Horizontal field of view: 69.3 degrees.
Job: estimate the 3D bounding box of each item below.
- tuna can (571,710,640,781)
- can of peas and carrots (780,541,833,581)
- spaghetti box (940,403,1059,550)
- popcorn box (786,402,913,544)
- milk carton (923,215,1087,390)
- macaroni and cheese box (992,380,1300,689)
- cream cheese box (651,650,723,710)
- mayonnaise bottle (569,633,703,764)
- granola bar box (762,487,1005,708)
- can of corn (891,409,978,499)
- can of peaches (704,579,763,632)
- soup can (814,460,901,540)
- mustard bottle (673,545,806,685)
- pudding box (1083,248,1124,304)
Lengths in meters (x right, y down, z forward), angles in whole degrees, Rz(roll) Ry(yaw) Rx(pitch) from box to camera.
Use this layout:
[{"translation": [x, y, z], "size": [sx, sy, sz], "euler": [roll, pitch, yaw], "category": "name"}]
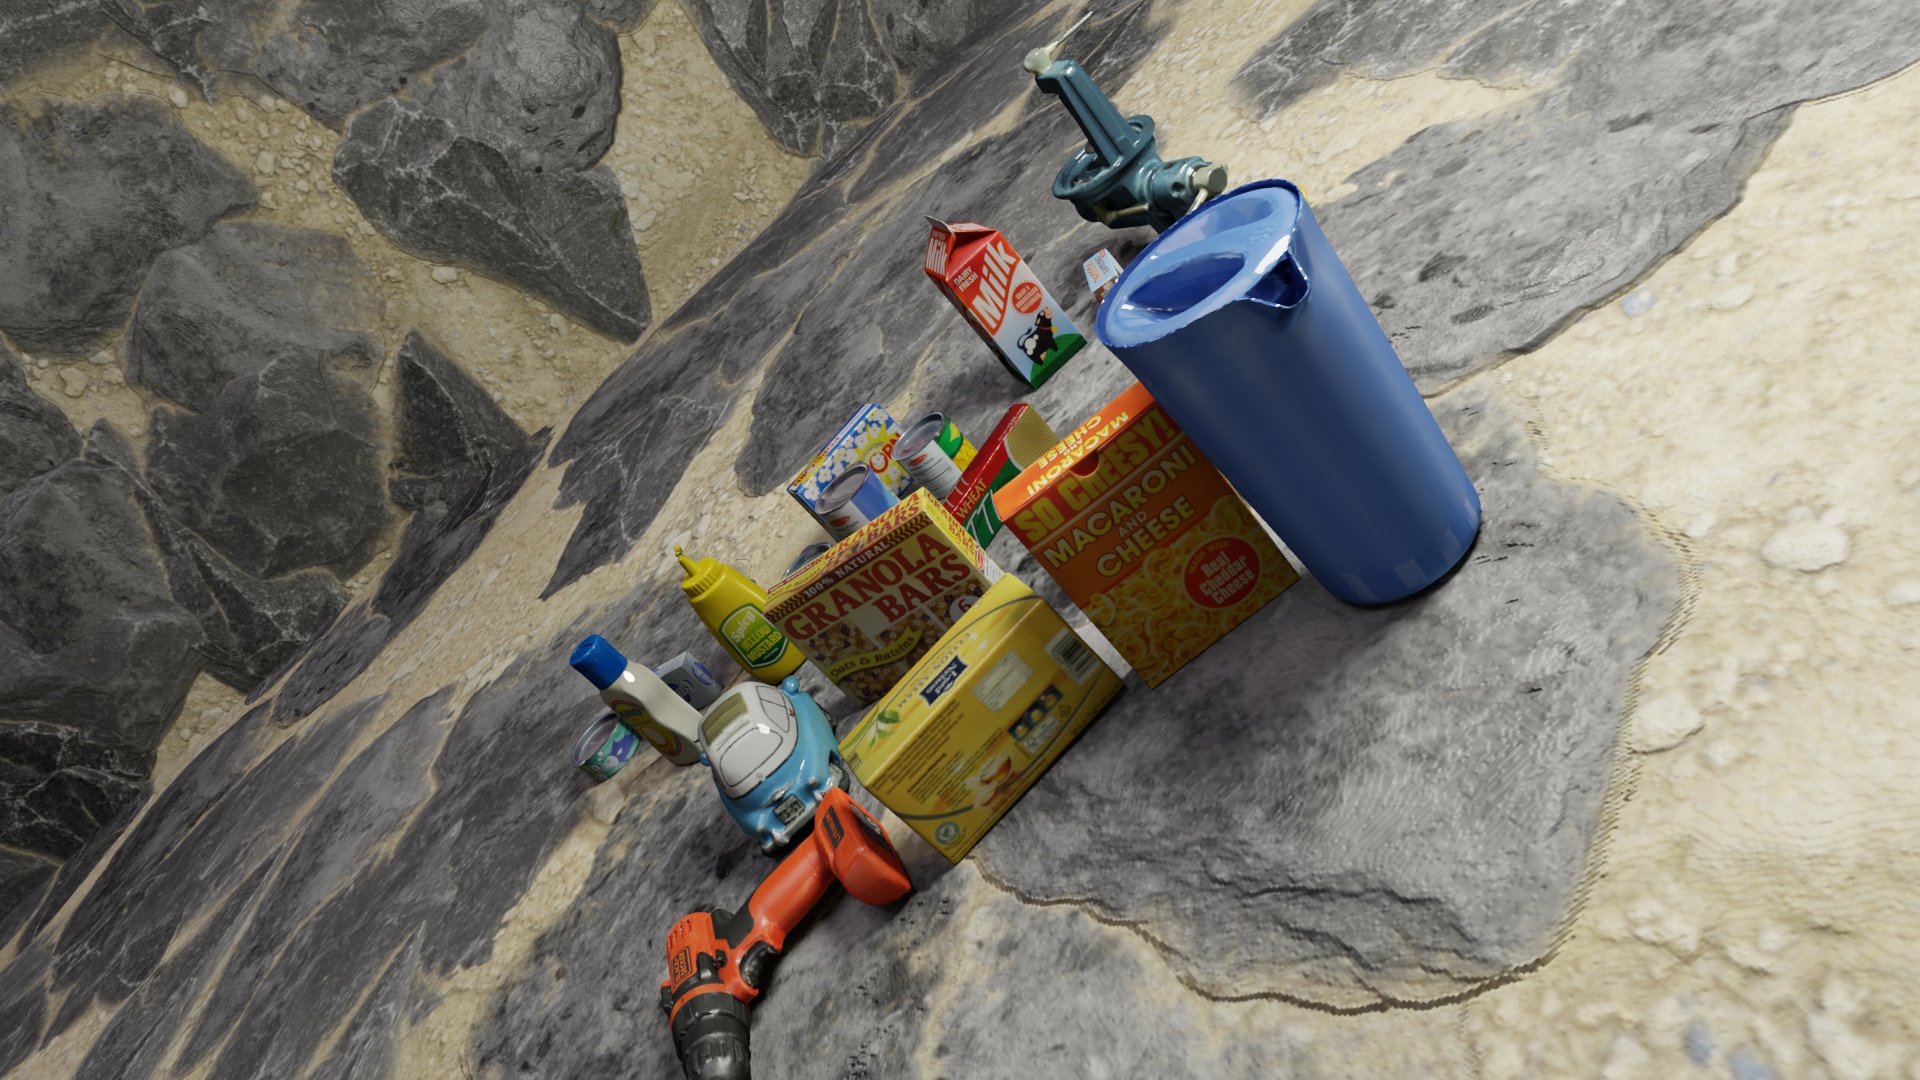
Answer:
[{"translation": [-0.358, 0.209, 1.397], "size": [0.071, 0.032, 0.071], "euler": [-33, 27, 19], "category": "tuna can"}, {"translation": [-0.126, 0.043, 1.295], "size": [0.071, 0.058, 0.071], "euler": [-33, 27, 19], "category": "can of peas and carrots"}, {"translation": [0.004, -0.015, 1.210], "size": [0.028, 0.050, 0.251], "euler": [-4, 45, 53], "category": "spaghetti box"}, {"translation": [-0.103, -0.066, 1.403], "size": [0.127, 0.085, 0.038], "euler": [-50, 26, -15], "category": "popcorn box"}, {"translation": [0.033, -0.245, 1.367], "size": [0.073, 0.190, 0.072], "euler": [-43, 25, -1], "category": "milk carton"}, {"translation": [0.120, -0.001, 0.886], "size": [0.123, 0.166, 0.040], "euler": [-39, 25, 8], "category": "macaroni and cheese box"}, {"translation": [-0.288, 0.151, 1.365], "size": [0.103, 0.053, 0.024], "euler": [-29, 28, 27], "category": "cream cheese box"}, {"translation": [-0.291, 0.145, 1.266], "size": [0.064, 0.148, 0.041], "euler": [-18, 34, 42], "category": "mayonnaise bottle"}, {"translation": [-0.055, 0.048, 1.108], "size": [0.165, 0.124, 0.039], "euler": [-32, 27, 21], "category": "granola bar box"}, {"translation": [-0.023, -0.084, 1.348], "size": [0.071, 0.058, 0.071], "euler": [-33, 27, 19], "category": "can of corn"}, {"translation": [-0.205, 0.080, 1.352], "size": [0.071, 0.058, 0.071], "euler": [-33, 27, 19], "category": "can of peaches"}, {"translation": [-0.084, -0.023, 1.311], "size": [0.071, 0.083, 0.072], "euler": [-33, 27, 19], "category": "soup can"}, {"translation": [-0.207, 0.062, 1.262], "size": [0.065, 0.160, 0.049], "euler": [-42, 25, 2], "category": "mustard bottle"}, {"translation": [0.150, -0.251, 1.373], "size": [0.030, 0.049, 0.084], "euler": [-35, 26, 17], "category": "pudding box"}]
